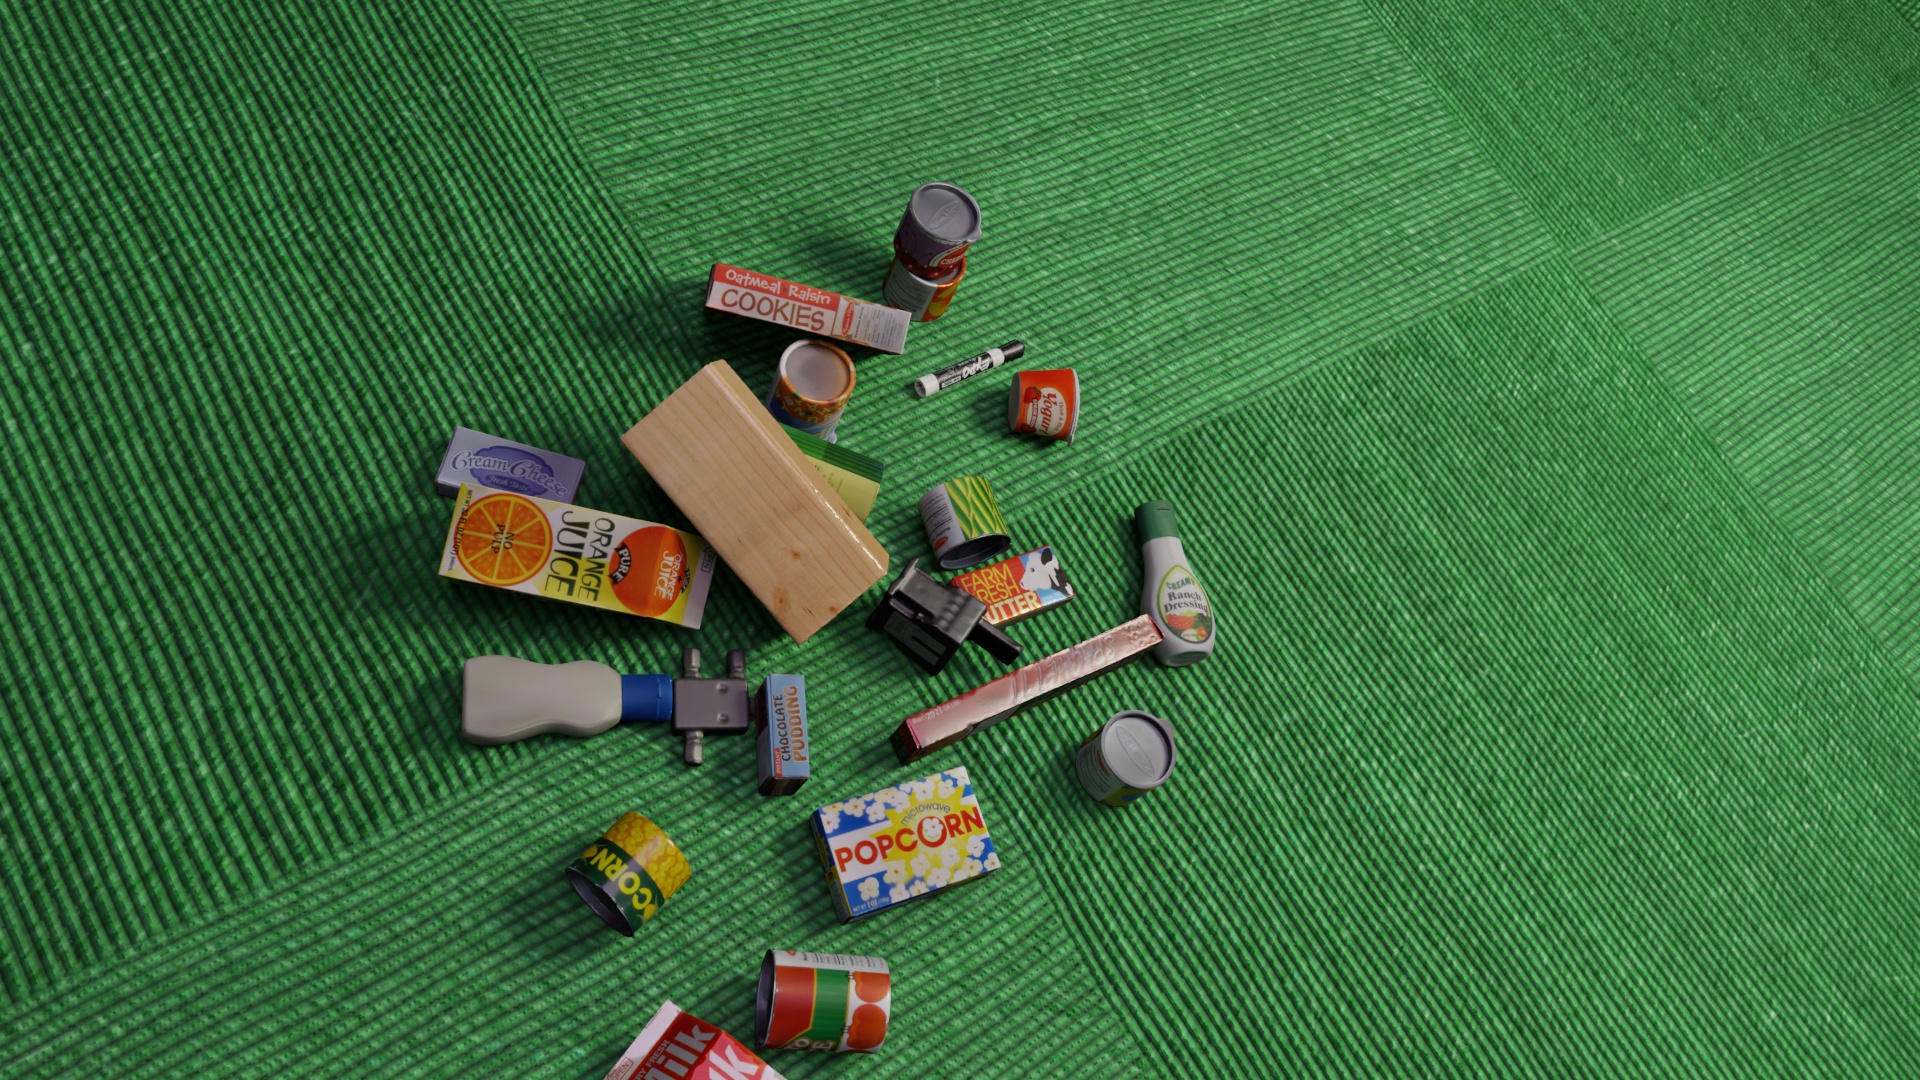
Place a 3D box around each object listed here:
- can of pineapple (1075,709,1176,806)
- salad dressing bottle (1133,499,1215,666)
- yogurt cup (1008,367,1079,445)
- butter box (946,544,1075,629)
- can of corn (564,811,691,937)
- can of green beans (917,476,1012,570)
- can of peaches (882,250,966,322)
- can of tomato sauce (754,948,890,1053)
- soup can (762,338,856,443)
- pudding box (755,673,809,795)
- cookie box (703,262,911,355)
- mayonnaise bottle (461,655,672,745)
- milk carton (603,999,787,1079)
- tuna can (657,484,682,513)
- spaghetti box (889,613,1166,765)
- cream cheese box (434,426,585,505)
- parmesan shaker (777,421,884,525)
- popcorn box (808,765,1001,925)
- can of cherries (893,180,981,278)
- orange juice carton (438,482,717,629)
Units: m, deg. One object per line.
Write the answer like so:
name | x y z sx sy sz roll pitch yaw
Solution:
can of pineapple | 0.136 0.178 1.138 0.071 0.057 0.071 8 62 -16
salad dressing bottle | 0.186 0.036 1.236 0.064 0.043 0.148 0 64 -21
yogurt cup | 0.075 -0.125 1.269 0.054 0.072 0.072 3 63 -9
butter box | 0.043 0.044 1.193 0.104 0.024 0.053 -18 72 -26
can of corn | -0.231 0.232 0.972 0.071 0.071 0.058 43 58 5
can of green beans | 0.003 -0.015 1.184 0.071 0.071 0.058 -11 68 -24
can of peaches | -0.033 -0.249 1.296 0.071 0.057 0.071 8 62 -15
can of tomato sauce | -0.097 0.326 0.975 0.083 0.071 0.071 9 62 -16
soup can | -0.127 -0.121 1.182 0.071 0.083 0.071 8 62 -16
pudding box | -0.137 0.148 1.061 0.030 0.049 0.084 3 63 -20
cookie box | -0.136 -0.199 1.196 0.167 0.123 0.040 13 95 -13
mayonnaise bottle | -0.290 0.118 1.028 0.148 0.041 0.065 2 65 -20
milk carton | -0.142 0.391 0.921 0.190 0.073 0.073 38 59 2
tuna can | -0.218 -0.057 1.147 0.071 0.032 0.071 8 62 -16
spaghetti box | 0.058 0.120 1.144 0.251 0.050 0.029 -21 74 -27
cream cheese box | -0.356 -0.050 1.099 0.104 0.024 0.053 16 60 -12
parmesan shaker | -0.123 -0.050 1.160 0.103 0.071 0.071 21 59 -10
popcorn box | -0.043 0.231 1.058 0.127 0.038 0.085 -12 69 -25
can of cherries | -0.020 -0.276 1.245 0.071 0.058 0.072 9 61 -16
orange juice carton | -0.285 0.015 1.052 0.193 0.073 0.072 13 82 -13
